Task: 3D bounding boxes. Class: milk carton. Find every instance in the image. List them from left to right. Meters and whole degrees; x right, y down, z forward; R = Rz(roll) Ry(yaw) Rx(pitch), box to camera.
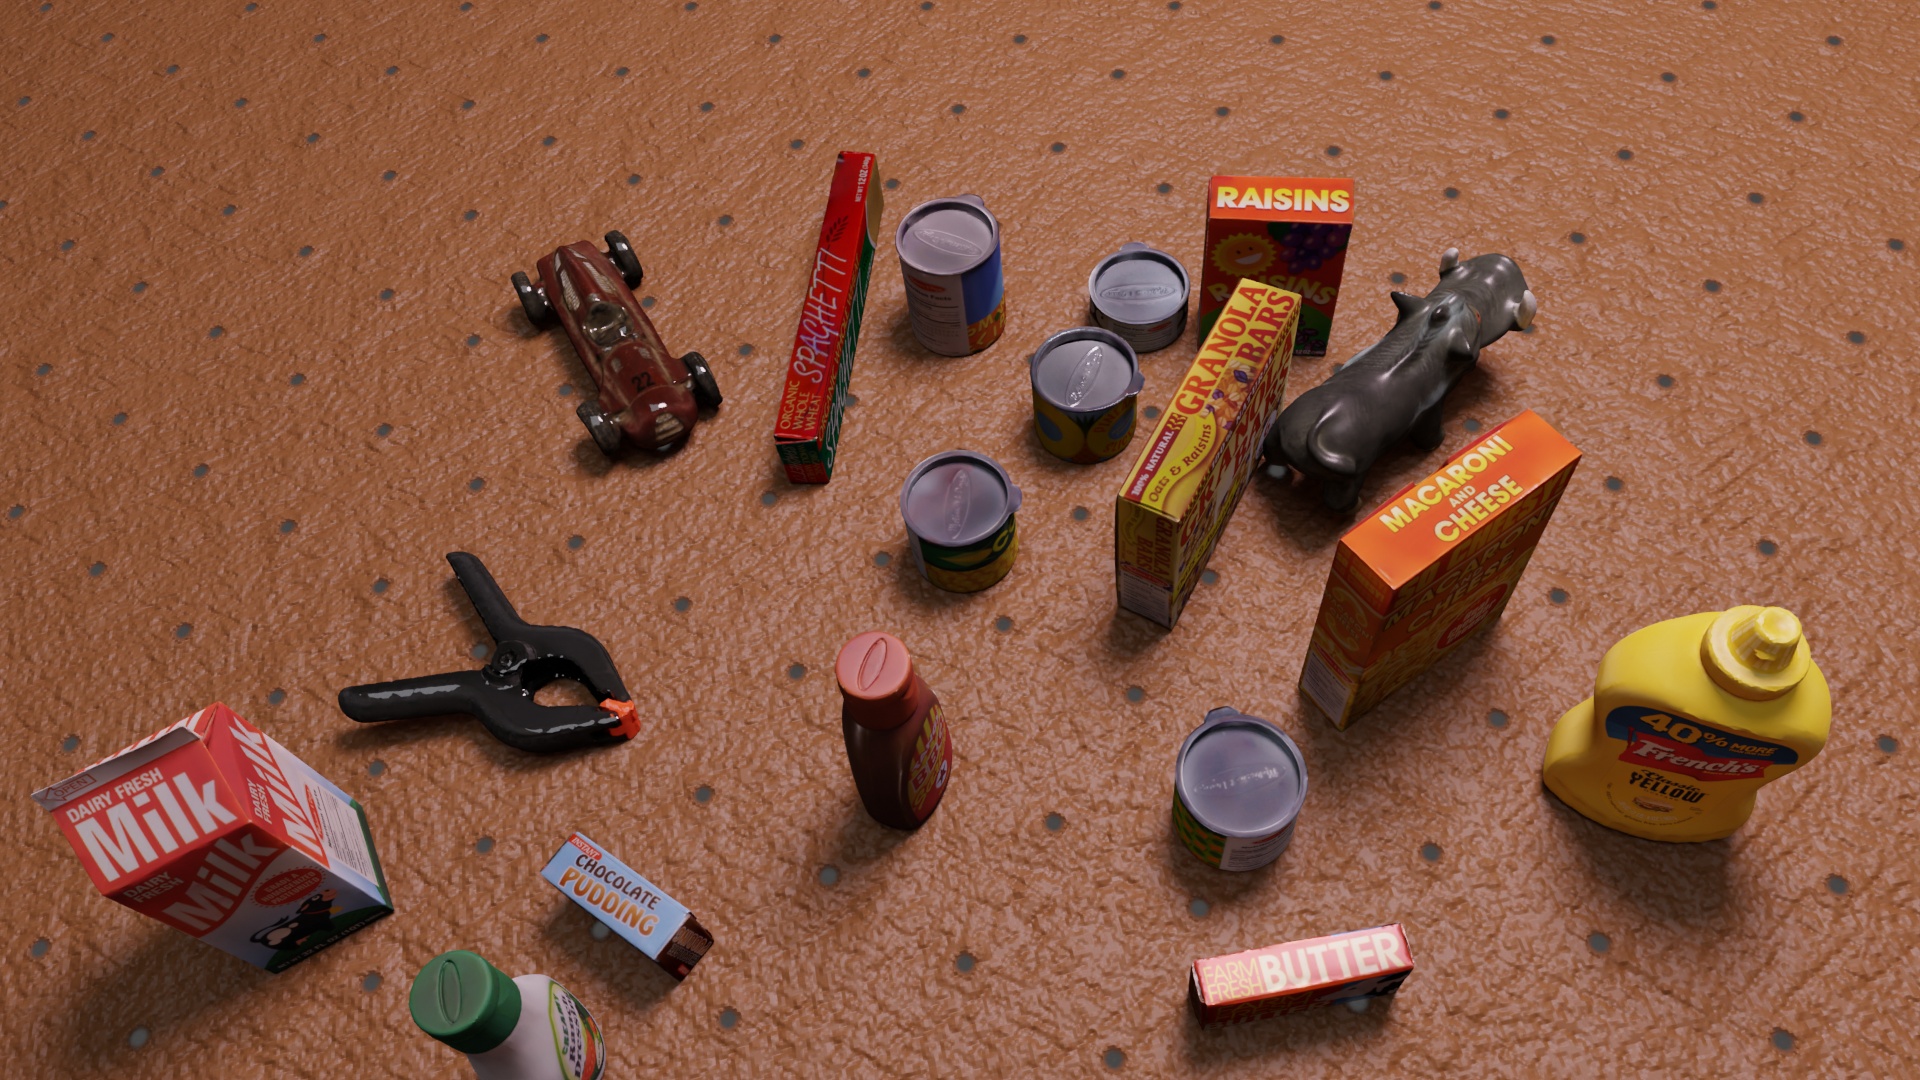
[{"bbox_3d":[-0.367,0.145,0.693,0.072,0.189,0.074,-27,60,-10],"label":"milk carton"}]

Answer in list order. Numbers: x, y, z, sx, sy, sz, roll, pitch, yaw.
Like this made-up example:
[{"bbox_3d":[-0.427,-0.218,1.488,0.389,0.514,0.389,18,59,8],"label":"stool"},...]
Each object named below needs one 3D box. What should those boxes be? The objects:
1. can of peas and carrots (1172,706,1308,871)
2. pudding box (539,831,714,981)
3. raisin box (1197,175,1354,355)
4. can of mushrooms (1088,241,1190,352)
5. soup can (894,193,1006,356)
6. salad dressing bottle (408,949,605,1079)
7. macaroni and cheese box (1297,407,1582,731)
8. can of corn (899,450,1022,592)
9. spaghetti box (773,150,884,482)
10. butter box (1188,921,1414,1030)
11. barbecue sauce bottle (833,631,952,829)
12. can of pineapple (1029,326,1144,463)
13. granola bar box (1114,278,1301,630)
[{"bbox_3d":[0.143,0.130,0.725,0.071,0.058,0.071,-3,59,5],"label":"can of peas and carrots"},{"bbox_3d":[-0.174,0.191,0.727,0.084,0.049,0.030,29,66,21],"label":"pudding box"},{"bbox_3d":[0.194,-0.170,0.865,0.086,0.122,0.040,5,60,9],"label":"raisin box"},{"bbox_3d":[0.118,-0.161,0.920,0.071,0.033,0.071,-3,59,5],"label":"can of mushrooms"},{"bbox_3d":[-0.003,-0.174,0.911,0.071,0.083,0.071,-3,59,5],"label":"soup can"},{"bbox_3d":[-0.210,0.229,0.650,0.044,0.147,0.064,-16,59,-4],"label":"salad dressing bottle"},{"bbox_3d":[0.241,0.020,0.718,0.124,0.165,0.040,-33,61,-13],"label":"macaroni and cheese box"},{"bbox_3d":[0.003,-0.010,0.826,0.071,0.058,0.071,-3,59,5],"label":"can of corn"},{"bbox_3d":[-0.085,-0.153,0.927,0.029,0.050,0.251,3,59,8],"label":"spaghetti box"},{"bbox_3d":[0.164,0.212,0.675,0.103,0.053,0.024,-11,58,0],"label":"butter box"},{"bbox_3d":[-0.035,0.095,0.713,0.044,0.148,0.065,15,62,15],"label":"barbecue sauce bottle"},{"bbox_3d":[0.079,-0.089,0.866,0.071,0.057,0.071,-3,59,5],"label":"can of pineapple"},{"bbox_3d":[0.140,-0.049,0.796,0.039,0.123,0.166,23,64,19],"label":"granola bar box"}]
